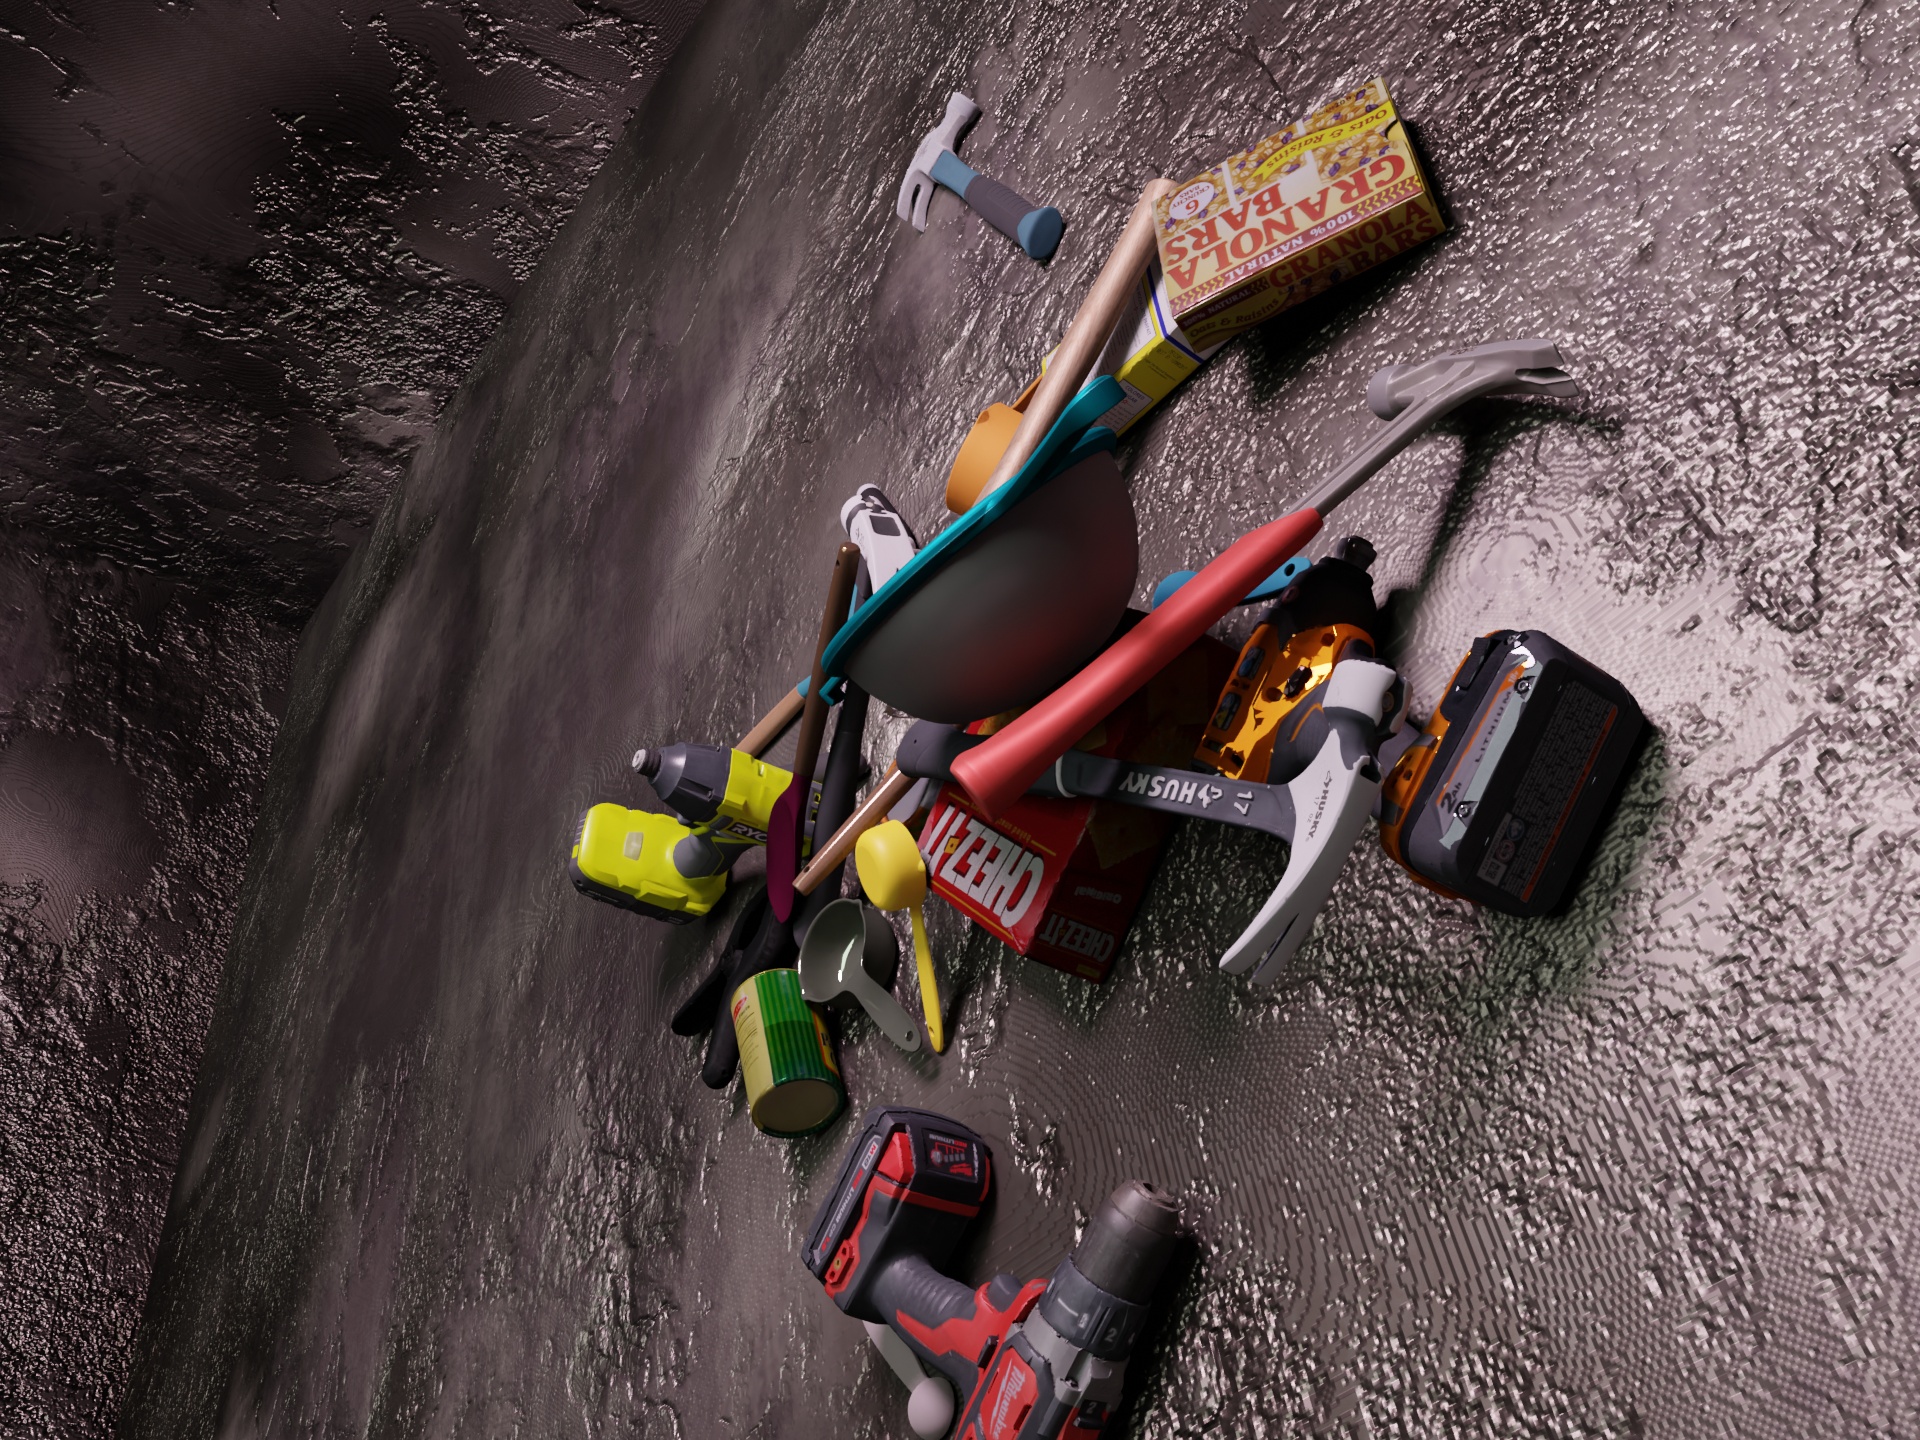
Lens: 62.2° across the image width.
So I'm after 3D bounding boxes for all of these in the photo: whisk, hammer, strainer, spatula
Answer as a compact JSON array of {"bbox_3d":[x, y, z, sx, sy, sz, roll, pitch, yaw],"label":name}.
[{"bbox_3d":[-0.154,0.048,1.331,0.239,0.055,0.055,-12,59,48],"label":"whisk"},{"bbox_3d":[0.067,-0.225,1.083,0.331,0.031,0.130,-61,30,-6],"label":"hammer"},{"bbox_3d":[-0.079,0.020,1.127,0.146,0.035,0.334,-120,38,-60],"label":"hammer"},{"bbox_3d":[0.019,-0.482,1.449,0.128,0.033,0.331,-55,33,15],"label":"hammer"},{"bbox_3d":[0.045,-0.076,0.835,0.211,0.095,0.340,-38,-1,-18],"label":"strainer"},{"bbox_3d":[-0.002,-0.003,1.069,0.316,0.018,0.060,-48,30,-12],"label":"spatula"},{"bbox_3d":[-0.160,-0.015,1.382,0.317,0.044,0.082,-44,40,33],"label":"spatula"},{"bbox_3d":[0.144,-0.074,0.813,0.359,0.036,0.149,-40,17,-9],"label":"hammer"},{"bbox_3d":[0.069,0.035,0.862,0.409,0.036,0.149,7,74,61],"label":"hammer"}]

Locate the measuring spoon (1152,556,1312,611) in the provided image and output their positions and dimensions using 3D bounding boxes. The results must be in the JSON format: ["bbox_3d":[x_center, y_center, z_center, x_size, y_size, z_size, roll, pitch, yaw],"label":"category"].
[{"bbox_3d":[0.160,-0.083,0.968,0.128,0.021,0.042,-14,58,54],"label":"measuring spoon"}]

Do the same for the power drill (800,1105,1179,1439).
[{"bbox_3d":[0.017,0.296,0.870,0.227,0.080,0.188,31,95,56],"label":"power drill"}]

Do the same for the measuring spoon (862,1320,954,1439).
[{"bbox_3d":[-0.039,0.381,0.947,0.034,0.018,0.124,-64,30,3],"label":"measuring spoon"}]

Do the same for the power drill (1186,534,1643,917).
[{"bbox_3d":[0.213,-0.008,0.783,0.164,0.084,0.227,-64,27,0],"label":"power drill"}]

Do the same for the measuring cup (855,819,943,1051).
[{"bbox_3d":[-0.038,0.143,1.025,0.062,0.029,0.156,4,106,65],"label":"measuring cup"}]

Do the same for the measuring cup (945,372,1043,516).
[{"bbox_3d":[0.055,-0.212,1.192,0.174,0.052,0.095,-52,-16,-29],"label":"measuring cup"}]

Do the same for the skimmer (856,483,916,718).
[{"bbox_3d":[-0.050,-0.120,1.243,0.127,0.090,0.364,-55,32,17],"label":"skimmer"}]

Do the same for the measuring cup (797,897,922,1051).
[{"bbox_3d":[-0.057,0.185,1.097,0.083,0.038,0.168,-60,37,5],"label":"measuring cup"}]

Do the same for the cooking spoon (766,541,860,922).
[{"bbox_3d":[-0.106,0.015,1.124,0.069,0.017,0.318,-122,38,-47],"label":"cooking spoon"}]

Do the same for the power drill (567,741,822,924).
[{"bbox_3d":[-0.219,0.086,1.283,0.223,0.171,0.080,-32,44,47],"label":"power drill"}]
